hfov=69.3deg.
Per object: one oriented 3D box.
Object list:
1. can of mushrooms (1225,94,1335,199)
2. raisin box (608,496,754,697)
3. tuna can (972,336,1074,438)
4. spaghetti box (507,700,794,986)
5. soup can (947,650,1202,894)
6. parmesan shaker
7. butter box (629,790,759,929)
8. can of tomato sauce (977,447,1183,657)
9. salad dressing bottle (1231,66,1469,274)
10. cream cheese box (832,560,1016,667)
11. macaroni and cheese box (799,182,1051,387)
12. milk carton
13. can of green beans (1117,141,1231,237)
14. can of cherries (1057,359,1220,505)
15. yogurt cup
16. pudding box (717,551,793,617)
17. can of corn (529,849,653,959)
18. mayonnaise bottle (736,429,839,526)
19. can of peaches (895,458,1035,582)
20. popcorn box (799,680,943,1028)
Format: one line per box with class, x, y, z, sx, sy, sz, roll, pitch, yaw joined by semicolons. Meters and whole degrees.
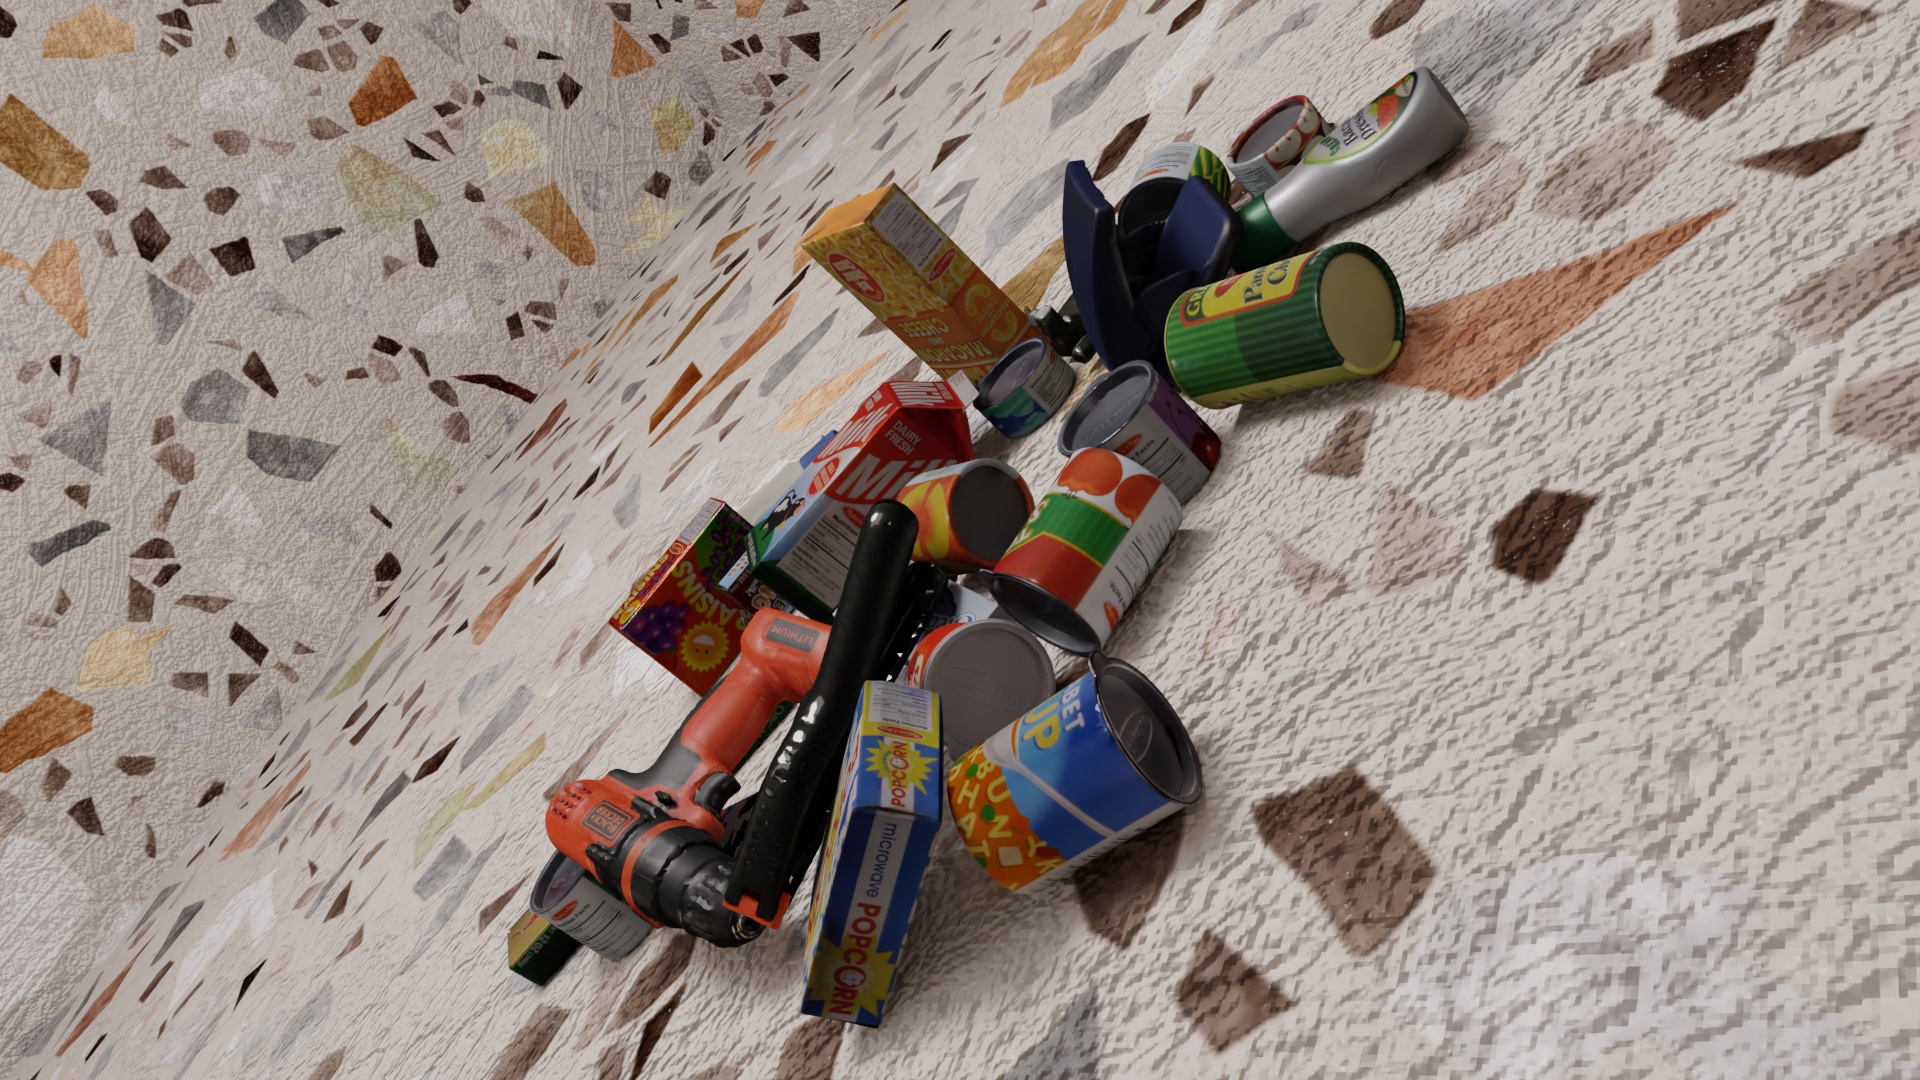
can of mushrooms;0.208;-0.255;0.897;0.071;0.033;0.071;-39;24;21
raisin box;-0.190;0.042;1.043;0.123;0.086;0.040;-52;28;-11
tuna can;0.041;-0.102;0.942;0.071;0.033;0.071;-38;25;21
spaghetti box;-0.204;0.182;0.915;0.250;0.028;0.050;-48;23;-3
soup can;0.044;0.095;0.570;0.083;0.071;0.072;-37;25;24
parmesan shaker;0.163;-0.107;0.699;0.103;0.071;0.071;-9;44;56
butter box;-0.147;0.187;0.813;0.103;0.024;0.053;-30;27;33
can of tomato sauce;0.061;0.004;0.691;0.083;0.071;0.071;-55;24;-19
salad dressing bottle;0.214;-0.207;0.796;0.147;0.044;0.064;-34;27;30
cream cheese box;-0.022;0.045;0.784;0.104;0.024;0.053;24;72;44
macaroni and cheese box;-0.025;-0.177;1.006;0.040;0.166;0.123;-54;23;-14
milk carton;-0.058;-0.039;0.949;0.190;0.073;0.072;-47;22;8
can of green beans;0.141;-0.219;0.909;0.071;0.071;0.058;-29;23;36
can of cherries;0.095;-0.054;0.739;0.071;0.058;0.072;-39;24;22
yogurt cup;0.007;0.070;0.688;0.072;0.072;0.054;-52;15;-10
pudding box;-0.133;0.019;1.028;0.084;0.049;0.030;-51;21;-11
can of corn;-0.219;0.213;0.855;0.071;0.058;0.071;-38;25;21
mayonnaise bottle;-0.145;-0.029;1.139;0.148;0.041;0.065;-42;25;10
can of peaches;0.003;-0.010;0.823;0.058;0.071;0.071;-12;41;53
popcorn box;-0.039;0.137;0.611;0.085;0.038;0.126;-93;16;-59
